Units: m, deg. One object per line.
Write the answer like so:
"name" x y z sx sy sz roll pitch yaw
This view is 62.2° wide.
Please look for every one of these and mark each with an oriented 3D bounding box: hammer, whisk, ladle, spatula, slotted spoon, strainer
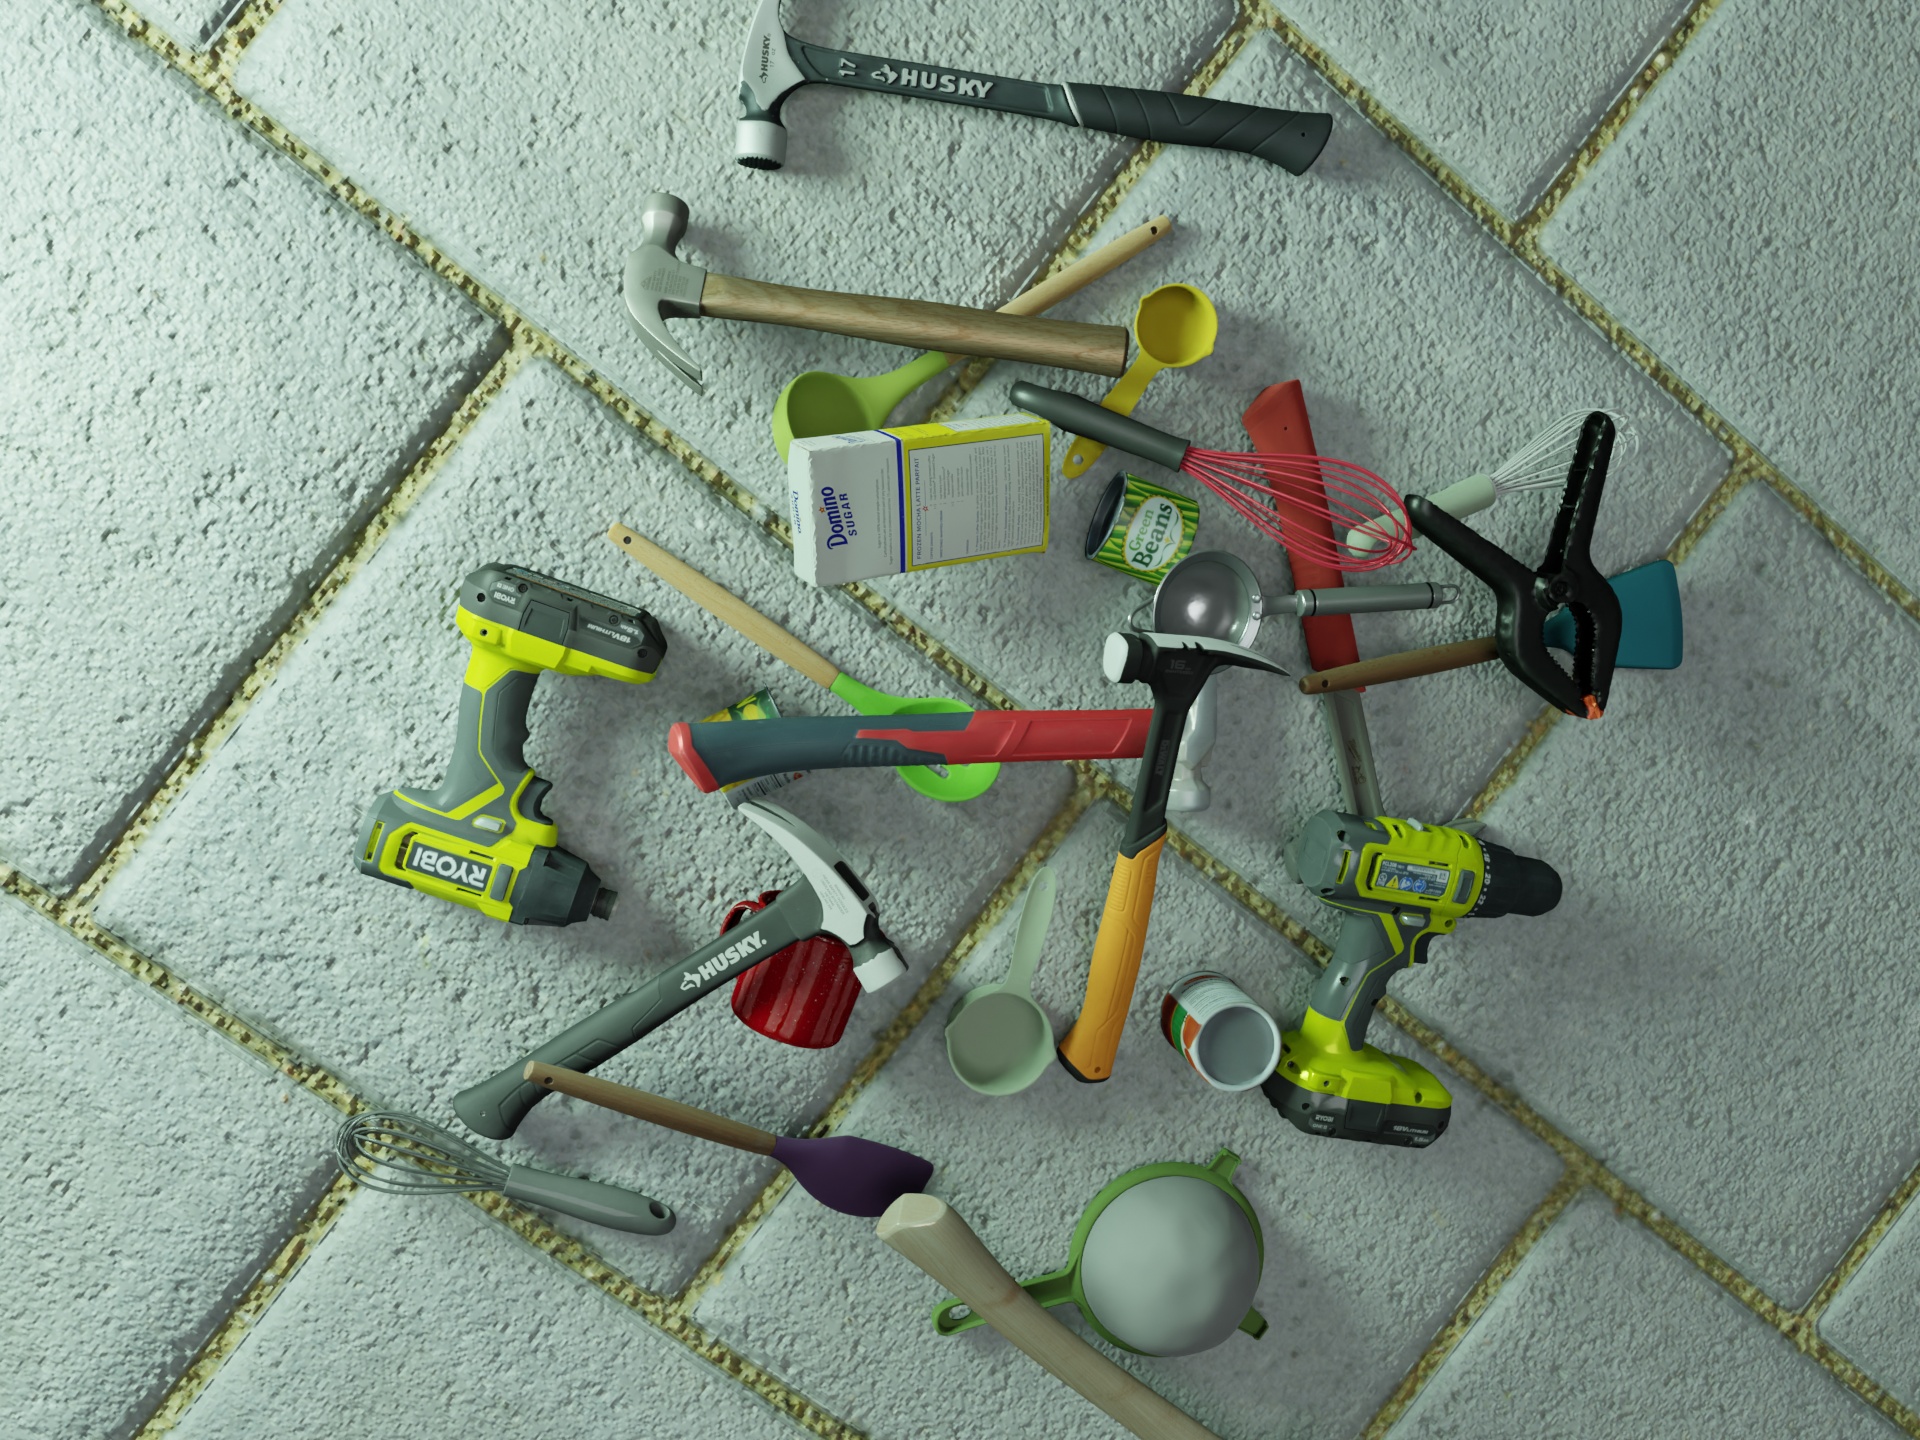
"hammer" -0.054 -0.261 1.040 0.331 0.031 0.130 8 71 -3
"whisk" 0.170 -0.172 1.079 0.296 0.073 0.073 23 92 8
"whisk" -0.311 0.318 1.096 0.239 0.055 0.055 19 93 -13
"ladle" 0.013 -0.261 1.081 0.320 0.062 0.078 -32 104 -7
"hammer" -0.206 0.182 1.050 0.335 0.035 0.146 -33 90 16
"spatula" 0.383 -0.052 1.142 0.317 0.044 0.082 -11 98 -22
"hammer" 0.056 -0.426 1.081 0.409 0.036 0.149 5 94 -9
"hammer" 0.094 0.477 1.136 0.410 0.038 0.146 42 114 -13
"hammer" -0.002 -0.003 1.070 0.386 0.038 0.143 -1 94 -22
"slotted spoon" -0.107 -0.044 1.099 0.313 0.031 0.070 34 90 -8
"spatula" -0.152 0.285 1.083 0.315 0.018 0.060 27 96 -29
"hammer" 0.275 -0.067 1.148 0.149 0.037 0.359 -14 98 -7
"strainer" 0.108 0.416 1.154 0.256 0.069 0.151 -11 97 -9
"whisk" 0.381 -0.169 1.136 0.246 0.057 0.059 -23 62 -13
"strainer" 0.230 -0.080 1.102 0.258 0.050 0.087 -4 104 -13
"hammer" 0.129 0.103 1.105 0.127 0.034 0.336 4 110 -20

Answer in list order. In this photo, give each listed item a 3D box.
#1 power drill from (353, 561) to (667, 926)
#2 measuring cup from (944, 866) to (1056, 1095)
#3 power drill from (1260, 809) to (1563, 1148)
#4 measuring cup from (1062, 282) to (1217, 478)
"power drill" -0.284 0.022 1.056 0.171 0.080 0.223 19 96 -9
"measuring cup" 0.038 0.183 1.138 0.083 0.038 0.167 15 91 -10
"power drill" 0.320 0.184 1.143 0.190 0.080 0.228 10 102 -13
"measuring cup" 0.120 -0.236 1.119 0.062 0.029 0.156 36 102 -5
